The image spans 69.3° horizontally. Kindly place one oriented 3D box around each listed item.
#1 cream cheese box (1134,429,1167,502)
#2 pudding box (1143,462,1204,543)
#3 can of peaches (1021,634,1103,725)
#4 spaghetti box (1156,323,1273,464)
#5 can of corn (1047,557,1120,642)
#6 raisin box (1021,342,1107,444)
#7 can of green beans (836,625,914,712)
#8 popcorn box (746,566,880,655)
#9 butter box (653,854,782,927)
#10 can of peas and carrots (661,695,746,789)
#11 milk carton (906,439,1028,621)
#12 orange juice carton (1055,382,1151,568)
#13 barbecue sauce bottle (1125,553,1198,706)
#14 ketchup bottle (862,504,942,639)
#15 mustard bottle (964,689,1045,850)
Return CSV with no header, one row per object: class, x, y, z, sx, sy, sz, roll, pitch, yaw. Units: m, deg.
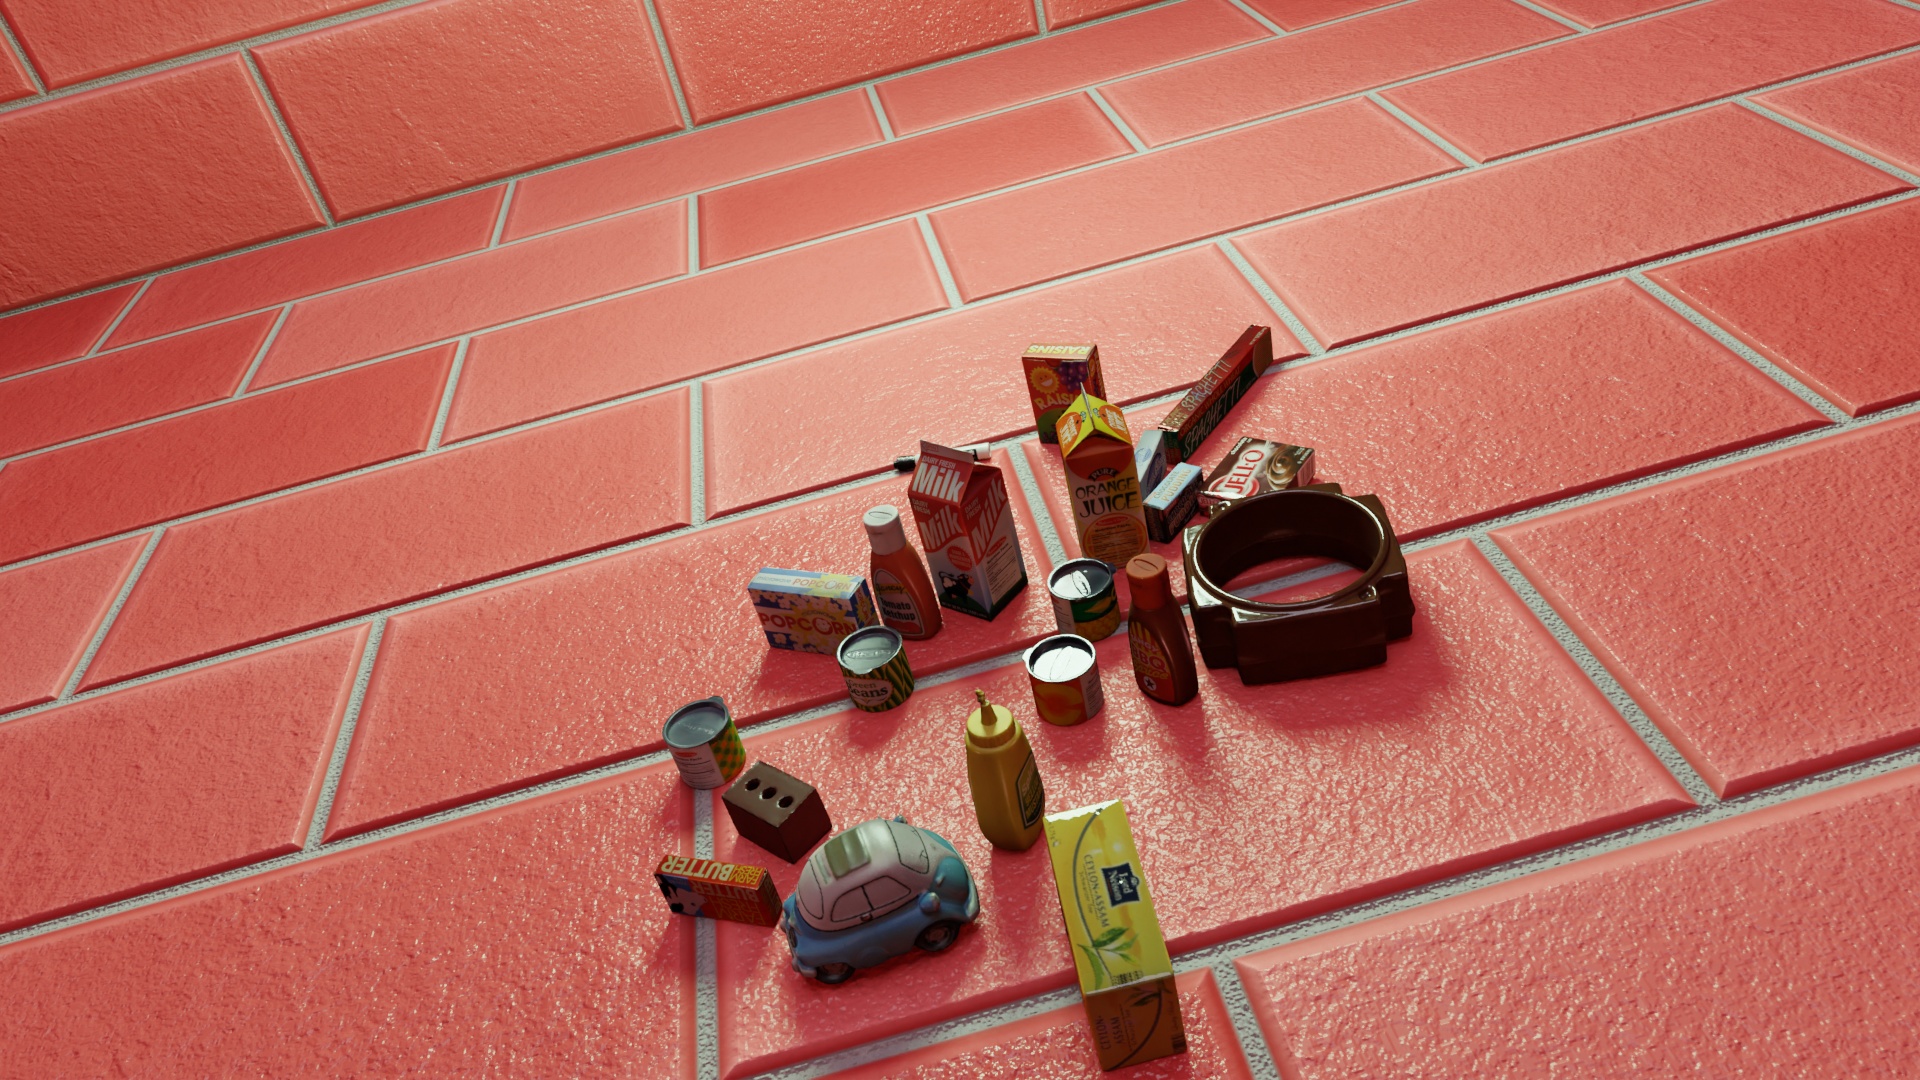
cream cheese box,0.206,-0.074,1.551,0.024,0.053,0.104,3,38,24
pudding box,0.231,-0.041,1.500,0.030,0.049,0.084,16,45,36
can of peaches,0.096,0.131,1.301,0.071,0.057,0.071,-10,35,7
spaghetti box,0.308,-0.177,1.662,0.029,0.050,0.251,14,44,35
can of corn,0.127,0.059,1.390,0.071,0.058,0.071,-10,35,7
raisin box,0.127,-0.174,1.659,0.086,0.122,0.040,6,39,27
can of green beans,-0.083,0.127,1.372,0.071,0.057,0.071,-10,35,7
popcorn box,-0.151,0.075,1.445,0.126,0.084,0.038,5,39,26
butter box,-0.205,0.298,1.181,0.103,0.053,0.024,2,38,22
can of peas and carrots,-0.244,0.194,1.335,0.071,0.058,0.071,-10,35,7
milk carton,0.005,-0.018,1.426,0.072,0.189,0.074,16,45,37
orange juice carton,0.146,-0.066,1.440,0.073,0.191,0.072,-12,35,4
barbecue sauce bottle,0.179,0.080,1.263,0.044,0.147,0.065,-34,39,-26
ketchup bottle,-0.064,0.032,1.417,0.065,0.148,0.044,9,41,30
mustard bottle,0.033,0.187,1.156,0.049,0.159,0.066,3,38,24
